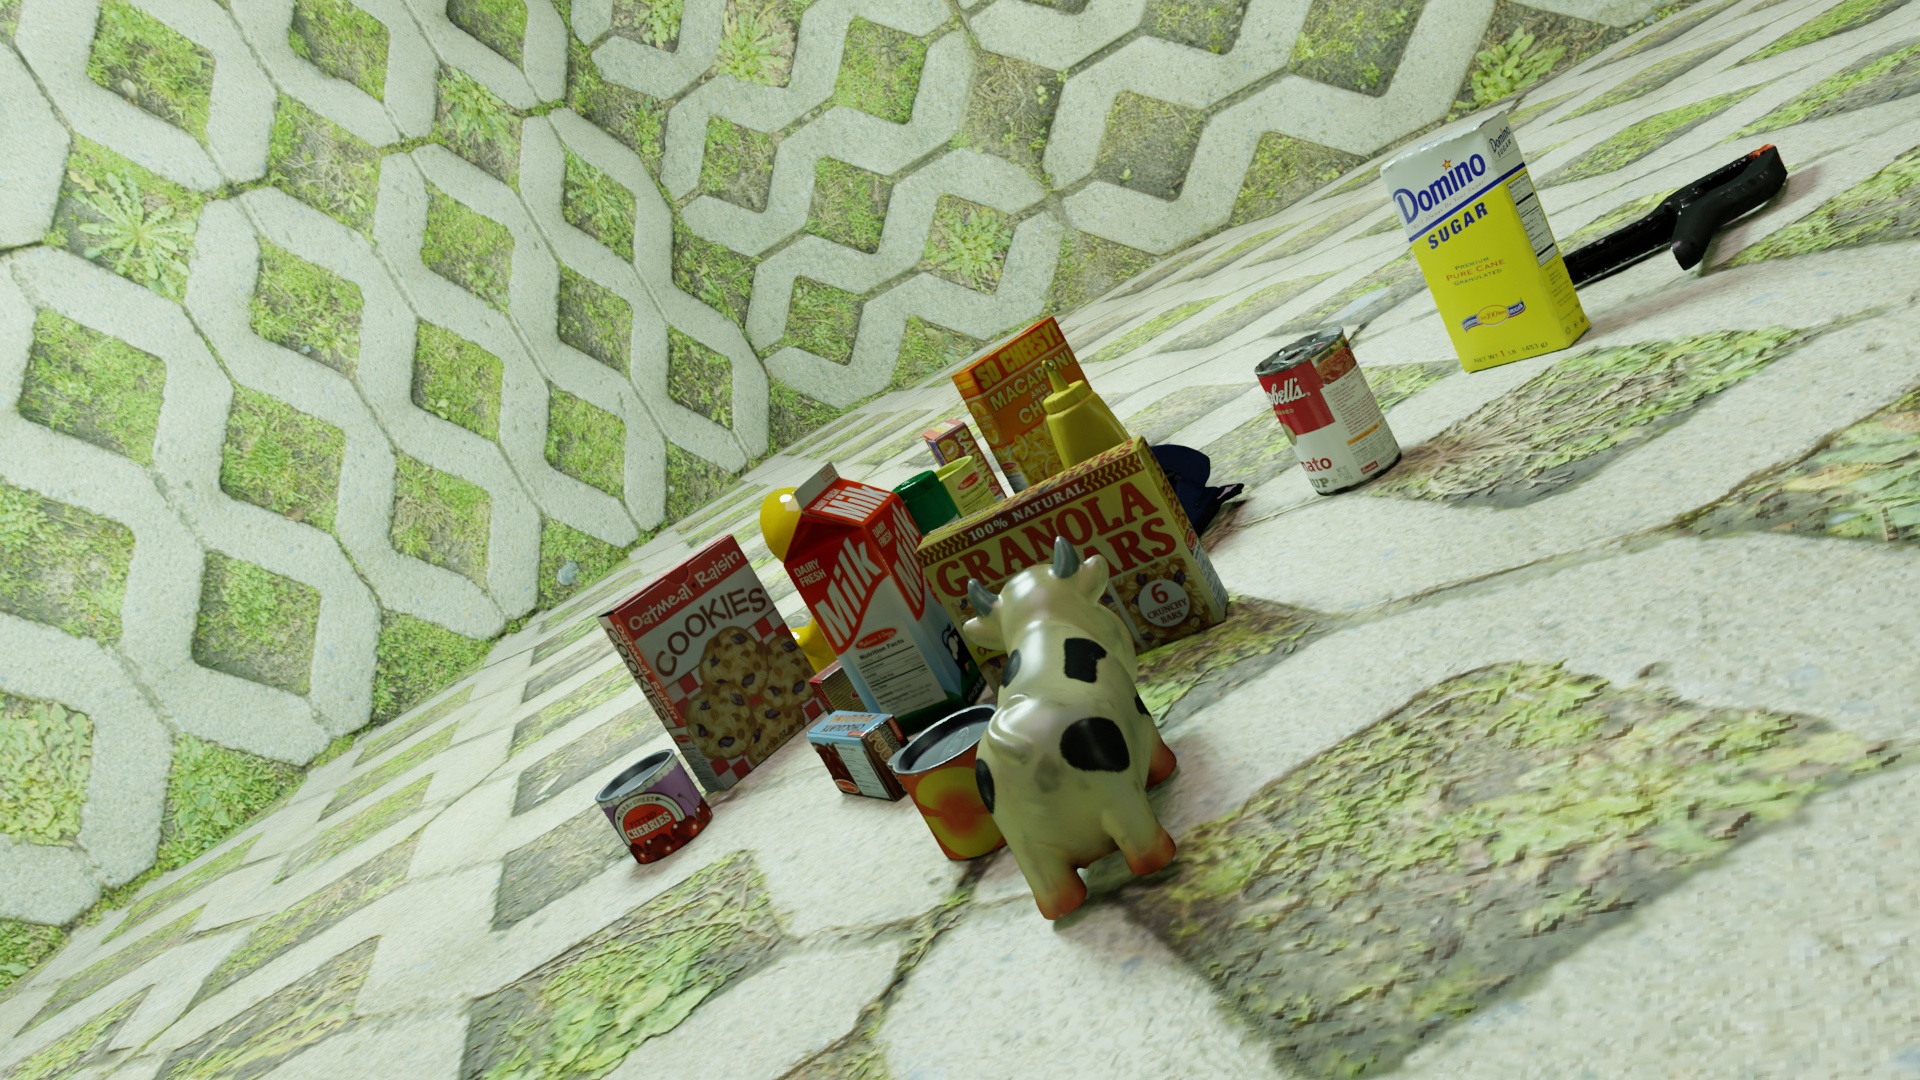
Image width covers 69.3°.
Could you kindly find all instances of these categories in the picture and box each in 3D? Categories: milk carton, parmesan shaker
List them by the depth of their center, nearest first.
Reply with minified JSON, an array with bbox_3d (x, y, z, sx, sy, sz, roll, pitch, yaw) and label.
[{"bbox_3d":[-0.058,0.037,0.979,0.073,0.190,0.072,-24,12,24],"label":"milk carton"},{"bbox_3d":[0.005,-0.016,1.280,0.071,0.103,0.071,-28,11,6],"label":"parmesan shaker"}]

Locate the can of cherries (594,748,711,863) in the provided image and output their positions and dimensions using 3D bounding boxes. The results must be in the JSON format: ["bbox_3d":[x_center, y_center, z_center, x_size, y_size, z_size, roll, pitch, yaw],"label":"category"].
[{"bbox_3d":[-0.227,0.197,1.027,0.071,0.058,0.071,-28,11,6],"label":"can of cherries"}]

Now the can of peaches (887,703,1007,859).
[{"bbox_3d":[0.004,0.131,0.754,0.071,0.058,0.071,-28,11,6],"label":"can of peaches"}]

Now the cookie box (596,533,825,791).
[{"bbox_3d":[-0.193,0.096,1.109,0.123,0.167,0.040,-38,14,-37],"label":"cookie box"}]

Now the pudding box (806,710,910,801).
[{"bbox_3d":[-0.062,0.139,0.903,0.030,0.049,0.083,-35,13,-29],"label":"pudding box"}]

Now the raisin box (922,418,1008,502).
[{"bbox_3d":[0.011,-0.061,1.409,0.040,0.123,0.086,-30,11,-4],"label":"raisin box"}]

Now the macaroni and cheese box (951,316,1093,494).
[{"bbox_3d":[0.081,-0.124,1.402,0.124,0.166,0.040,-35,12,-29],"label":"macaroni and cheese box"}]

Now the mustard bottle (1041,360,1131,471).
[{"bbox_3d":[0.111,-0.084,1.171,0.065,0.160,0.049,-29,11,0],"label":"mustard bottle"}]

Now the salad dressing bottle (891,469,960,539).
[{"bbox_3d":[0.000,0.019,1.026,0.064,0.147,0.044,-18,16,46],"label":"salad dressing bottle"}]

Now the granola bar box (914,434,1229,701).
[{"bbox_3d":[0.072,0.022,0.898,0.165,0.124,0.039,-24,12,23],"label":"granola bar box"}]

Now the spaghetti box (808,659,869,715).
[{"bbox_3d":[-0.007,0.063,1.100,0.251,0.050,0.028,-35,12,-27],"label":"spaghetti box"}]
